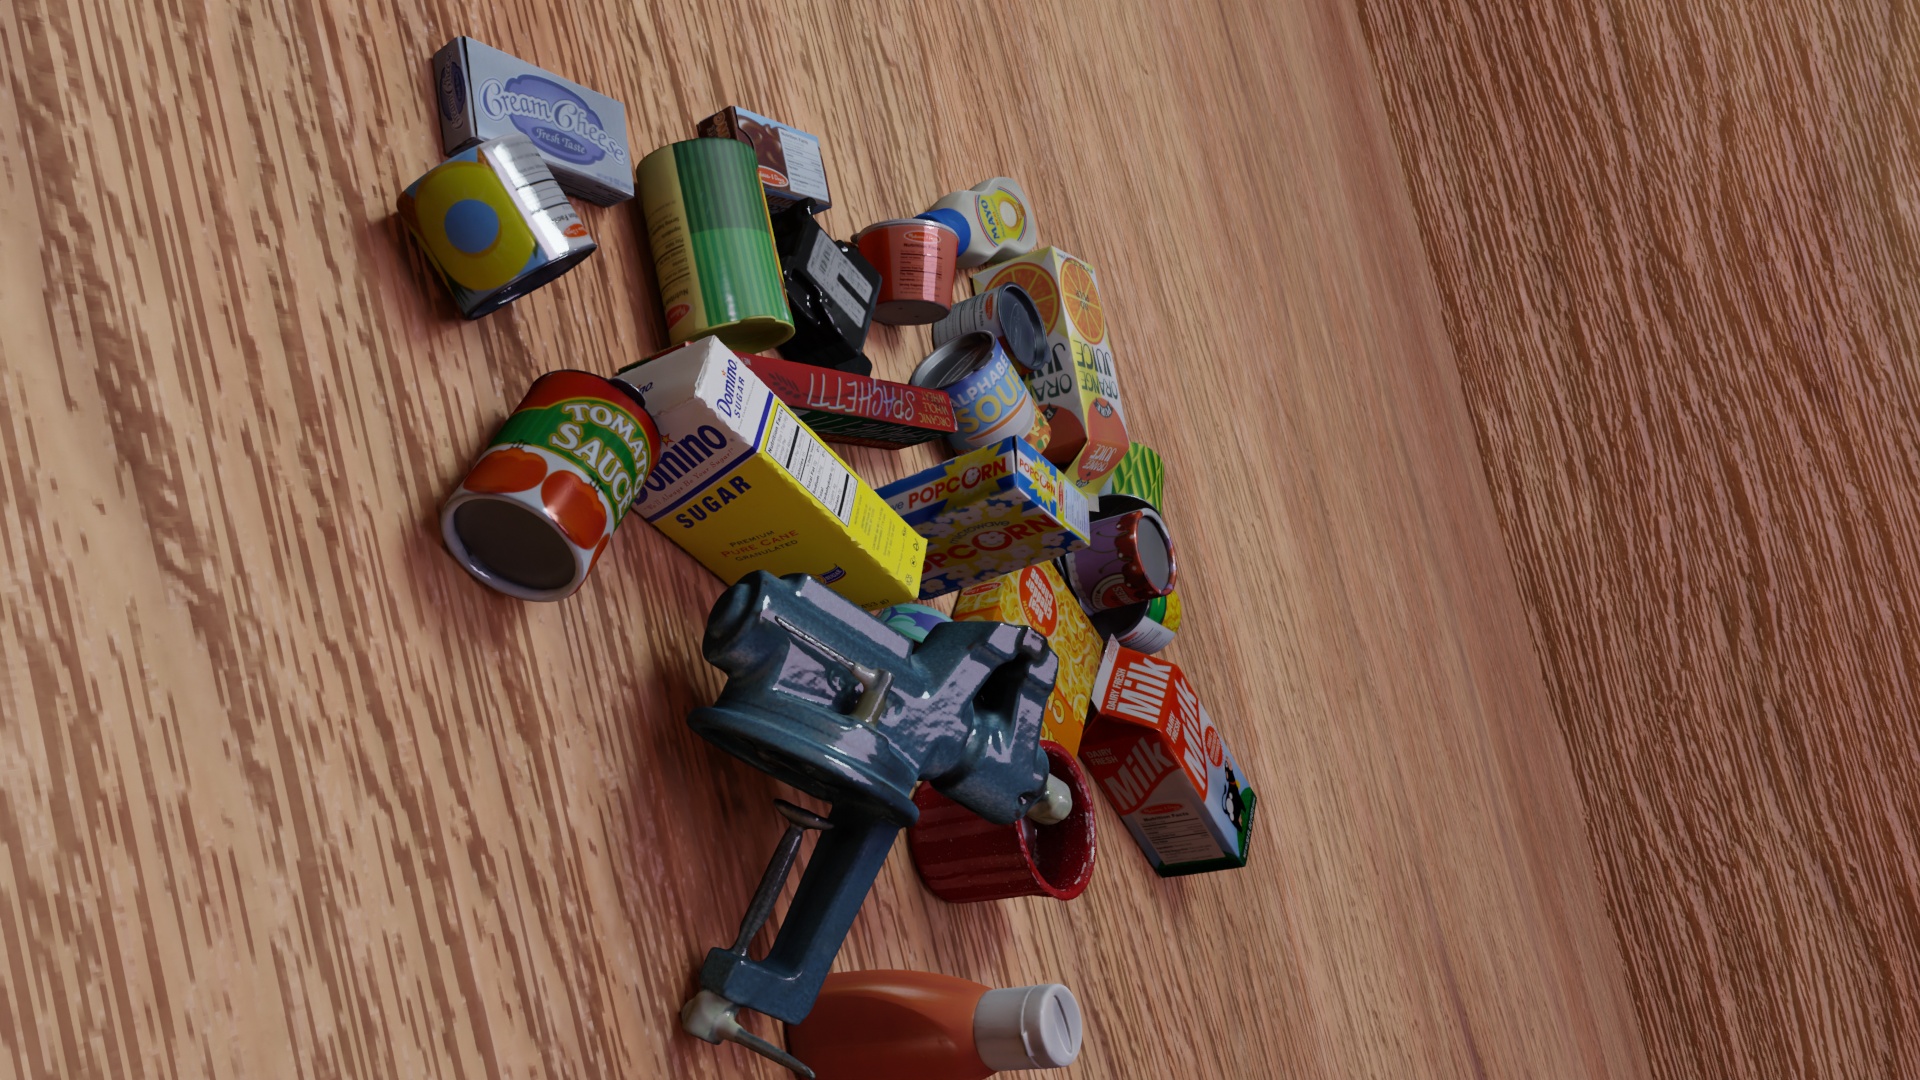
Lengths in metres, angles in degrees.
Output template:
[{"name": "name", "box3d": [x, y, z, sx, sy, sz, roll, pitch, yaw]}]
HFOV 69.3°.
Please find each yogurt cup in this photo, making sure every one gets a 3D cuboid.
[{"name": "yogurt cup", "box3d": [-0.034, -0.175, 0.916, 0.072, 0.072, 0.054, 13, 73, -56]}]

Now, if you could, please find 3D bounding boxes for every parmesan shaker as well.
[{"name": "parmesan shaker", "box3d": [-0.130, -0.156, 0.743, 0.071, 0.071, 0.103, -2, 78, -59]}]

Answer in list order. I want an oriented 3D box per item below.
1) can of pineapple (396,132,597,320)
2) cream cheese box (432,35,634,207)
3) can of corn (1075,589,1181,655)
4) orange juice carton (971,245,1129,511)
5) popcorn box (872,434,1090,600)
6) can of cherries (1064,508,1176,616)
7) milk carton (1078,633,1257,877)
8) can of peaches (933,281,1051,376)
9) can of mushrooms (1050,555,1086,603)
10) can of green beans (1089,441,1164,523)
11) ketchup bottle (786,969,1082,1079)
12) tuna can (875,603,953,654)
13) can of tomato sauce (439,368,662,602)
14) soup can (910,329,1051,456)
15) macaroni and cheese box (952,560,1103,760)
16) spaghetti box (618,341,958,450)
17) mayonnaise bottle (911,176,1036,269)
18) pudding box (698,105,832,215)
[{"name": "can of pineapple", "box3d": [-0.207, -0.138, 0.615, 0.057, 0.071, 0.071, 60, 33, -11]}, {"name": "cream cheese box", "box3d": [-0.208, -0.204, 0.686, 0.104, 0.024, 0.053, 6, 71, -57]}, {"name": "can of corn", "box3d": [0.128, 0.049, 1.069, 0.058, 0.071, 0.071, 29, 53, -51]}, {"name": "orange juice carton", "box3d": [0.072, -0.116, 1.049, 0.072, 0.073, 0.193, 7, 71, -58]}, {"name": "popcorn box", "box3d": [0.003, -0.010, 0.836, 0.085, 0.126, 0.038, 36, 43, -46]}, {"name": "can of cherries", "box3d": [0.117, 0.017, 1.006, 0.071, 0.058, 0.072, 31, 52, -49]}, {"name": "milk carton", "box3d": [0.148, 0.161, 1.041, 0.190, 0.073, 0.073, 56, 35, -26]}, {"name": "can of peaches", "box3d": [0.023, -0.143, 0.997, 0.071, 0.058, 0.071, 33, 48, -48]}, {"name": "can of mushrooms", "box3d": [0.073, 0.015, 1.028, 0.071, 0.033, 0.071, 33, 49, -48]}, {"name": "can of green beans", "box3d": [0.129, -0.038, 1.112, 0.071, 0.071, 0.058, 46, 40, -38]}, {"name": "ketchup bottle", "box3d": [-0.014, 0.238, 0.669, 0.044, 0.148, 0.064, -18, 92, -58]}, {"name": "tuna can", "box3d": [-0.030, 0.070, 0.806, 0.071, 0.071, 0.033, 59, 33, -23]}, {"name": "can of tomato sauce", "box3d": [-0.176, -0.025, 0.608, 0.071, 0.071, 0.083, 54, 37, -30]}, {"name": "soup can", "box3d": [0.016, -0.091, 0.950, 0.083, 0.071, 0.072, 55, 35, -29]}, {"name": "macaroni and cheese box", "box3d": [0.039, 0.090, 0.931, 0.123, 0.040, 0.167, 55, 35, -29]}, {"name": "spaghetti box", "box3d": [-0.088, -0.078, 0.796, 0.250, 0.050, 0.029, 1, 76, -58]}, {"name": "mayonnaise bottle", "box3d": [0.008, -0.232, 1.031, 0.149, 0.041, 0.064, -35, 107, -58]}, {"name": "pudding box", "box3d": [-0.117, -0.227, 0.839, 0.084, 0.030, 0.049, -3, 80, -58]}]
